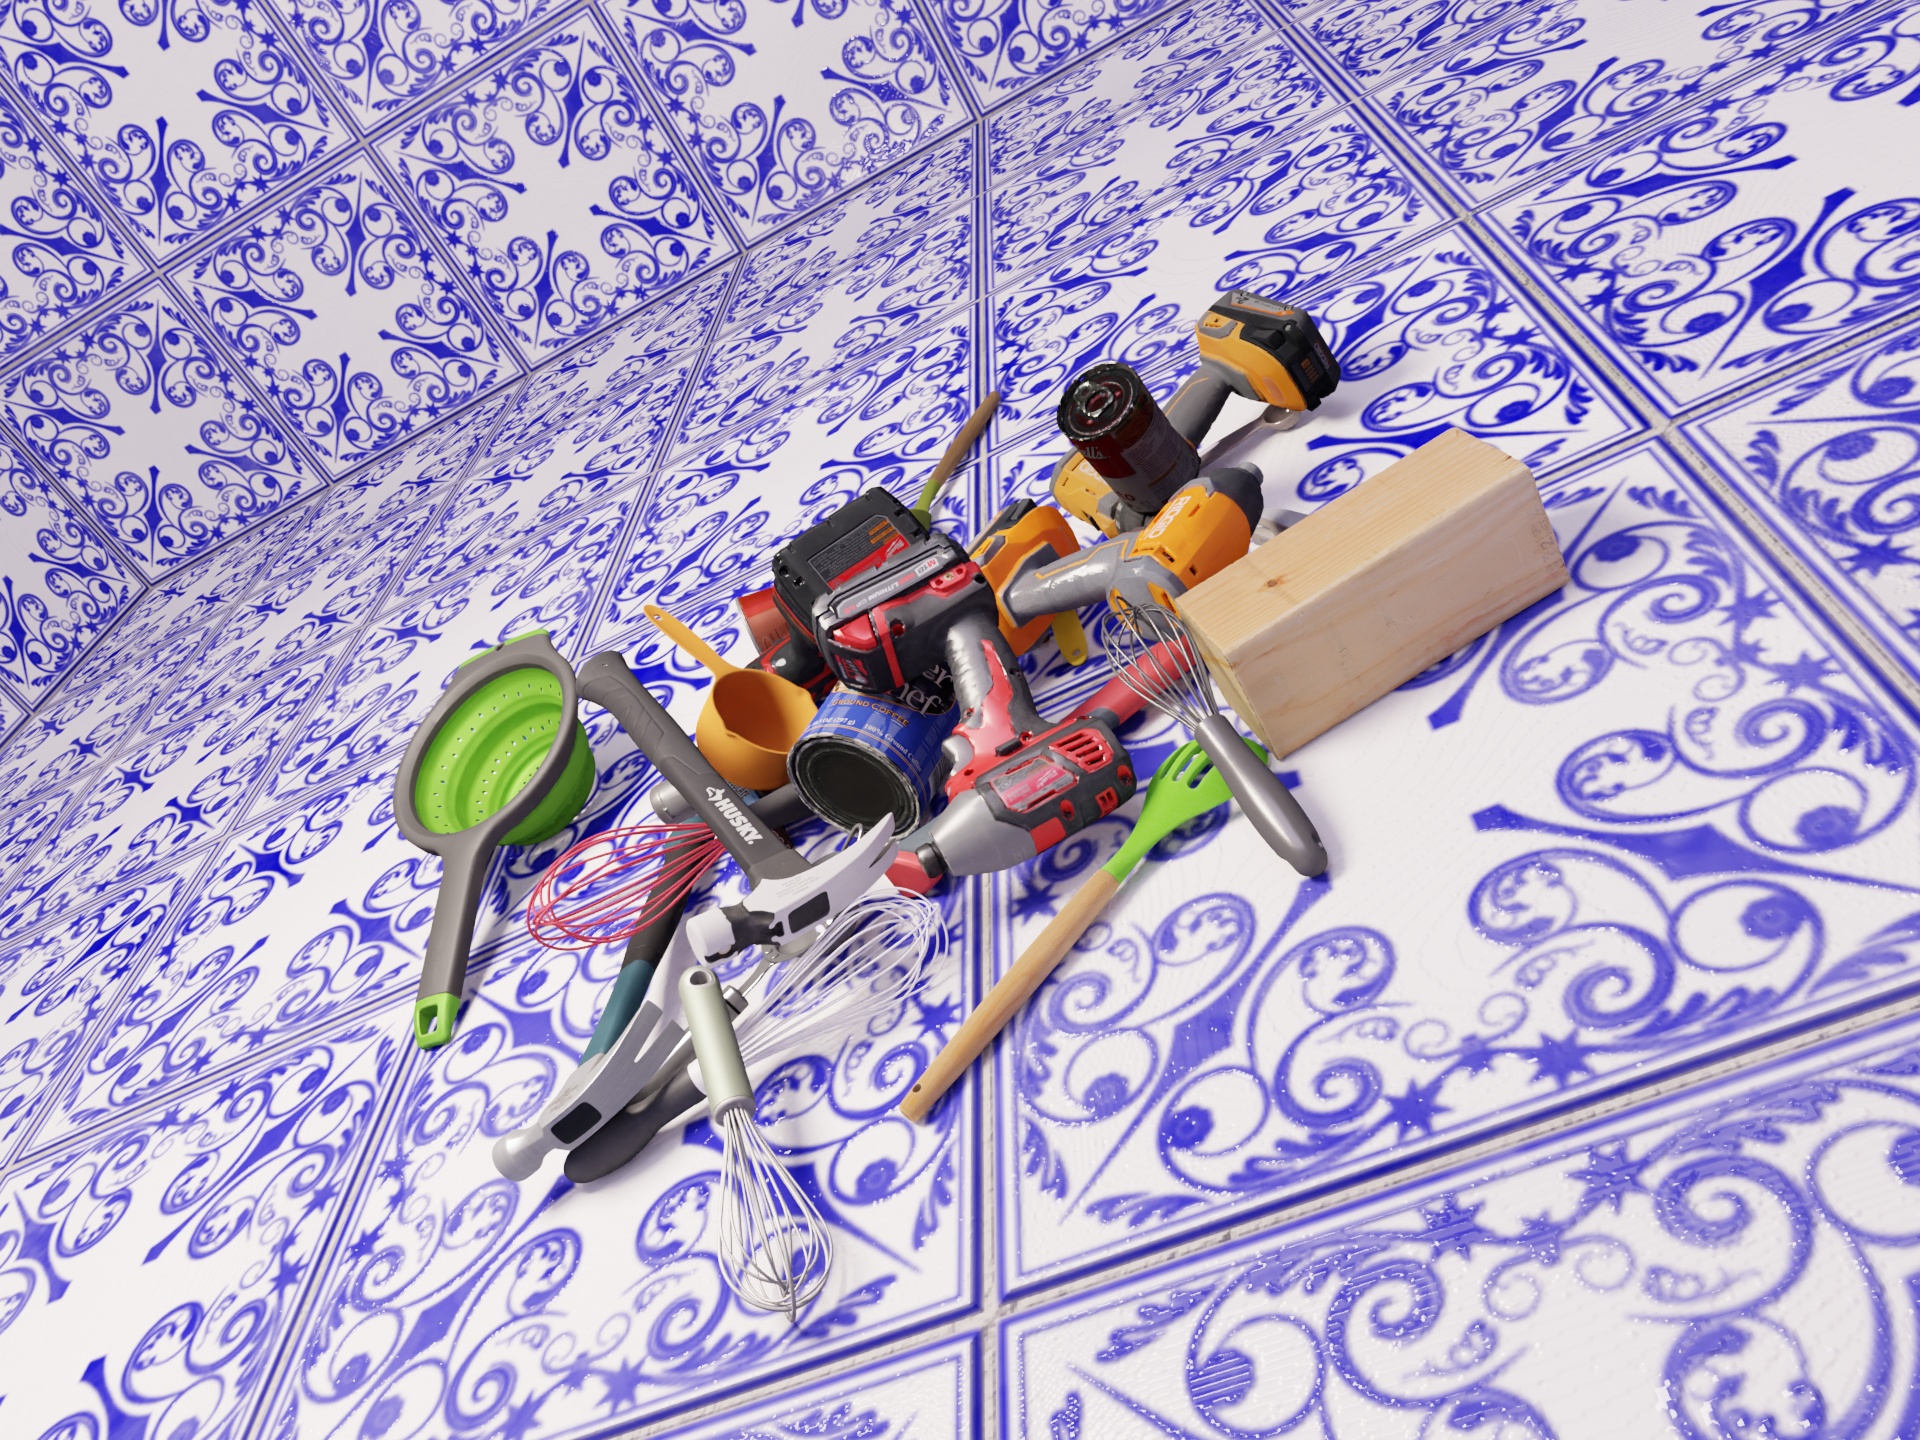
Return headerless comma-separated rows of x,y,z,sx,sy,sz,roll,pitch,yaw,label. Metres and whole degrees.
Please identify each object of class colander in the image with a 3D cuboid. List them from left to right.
-0.389,0.108,1.352,0.204,0.094,0.398,-20,49,22,colander

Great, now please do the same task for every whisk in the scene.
-0.171,0.082,1.099,0.296,0.073,0.073,-24,18,-39,whisk
-0.122,0.222,0.875,0.057,0.059,0.247,-9,37,-17,whisk
-0.127,0.195,0.964,0.284,0.070,0.070,-36,28,4,whisk
0.147,0.004,0.936,0.055,0.055,0.239,-32,48,1,whisk

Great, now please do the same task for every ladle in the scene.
-0.022,-0.255,1.566,0.078,0.062,0.320,-10,33,32,ladle

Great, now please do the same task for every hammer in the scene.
-0.220,0.166,1.089,0.128,0.033,0.331,-36,20,21,hammer
-0.174,0.036,1.066,0.146,0.035,0.335,-24,40,-23,hammer
0.099,-0.017,1.084,0.386,0.038,0.143,-37,27,-9,hammer

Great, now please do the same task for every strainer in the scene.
-0.139,0.175,1.024,0.258,0.050,0.087,-46,24,-11,strainer

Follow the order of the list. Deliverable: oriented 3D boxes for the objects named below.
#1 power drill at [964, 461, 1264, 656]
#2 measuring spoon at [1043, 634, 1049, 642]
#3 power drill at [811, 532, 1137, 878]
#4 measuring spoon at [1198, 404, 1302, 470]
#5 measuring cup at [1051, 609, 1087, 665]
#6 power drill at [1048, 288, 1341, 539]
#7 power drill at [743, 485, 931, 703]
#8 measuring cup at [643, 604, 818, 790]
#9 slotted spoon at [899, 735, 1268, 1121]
0.106,-0.118,1.127,0.226,0.084,0.164,-4,36,47,power drill
0.027,-0.064,1.264,0.117,0.011,0.021,5,45,44,measuring spoon
-0.002,-0.003,1.013,0.143,0.078,0.220,-30,59,-8,power drill
0.228,-0.227,1.313,0.124,0.018,0.034,-31,35,18,measuring spoon
0.080,-0.085,1.235,0.062,0.029,0.157,-26,41,11,measuring cup
0.195,-0.225,1.256,0.226,0.084,0.186,-45,37,-2,power drill
-0.081,-0.095,1.268,0.188,0.080,0.226,-37,-8,-23,power drill
-0.182,-0.016,1.183,0.095,0.174,0.052,-29,-25,-52,measuring cup
0.072,0.110,0.925,0.314,0.031,0.070,-46,31,-21,slotted spoon
